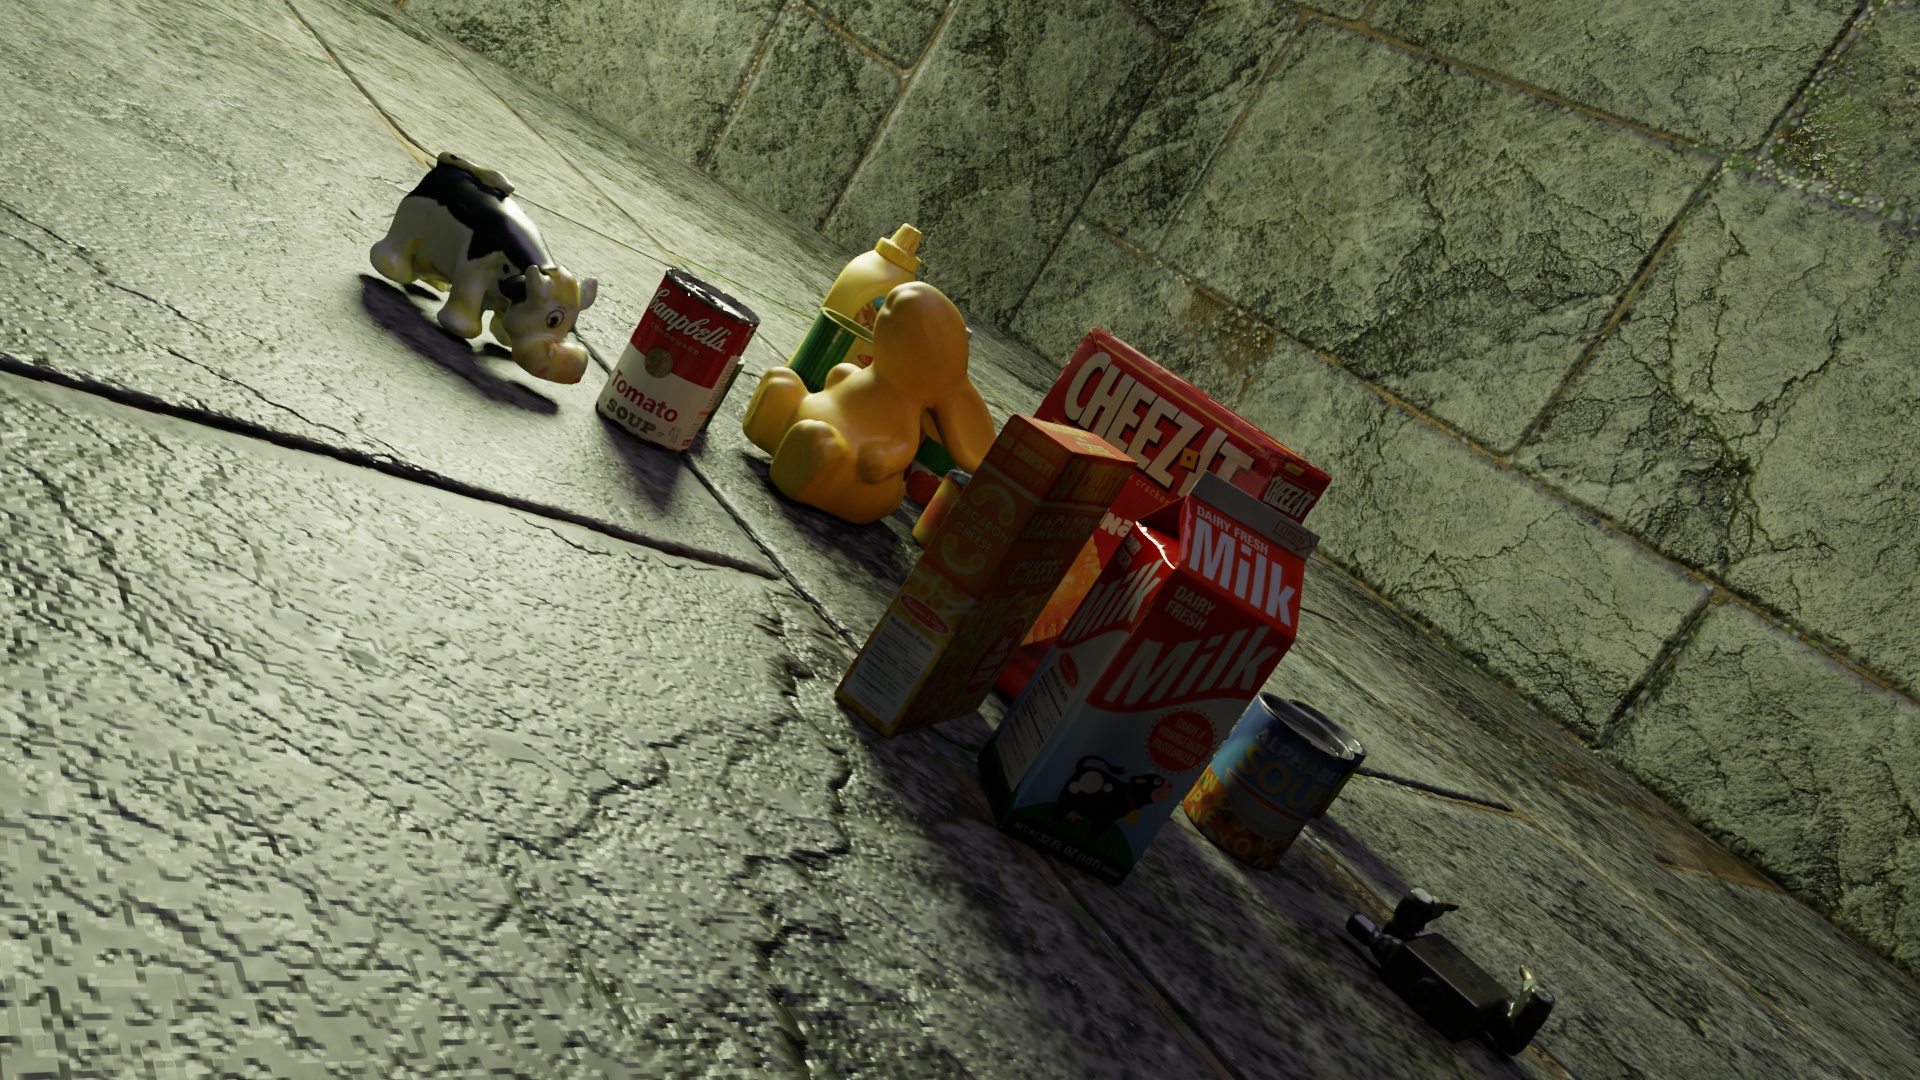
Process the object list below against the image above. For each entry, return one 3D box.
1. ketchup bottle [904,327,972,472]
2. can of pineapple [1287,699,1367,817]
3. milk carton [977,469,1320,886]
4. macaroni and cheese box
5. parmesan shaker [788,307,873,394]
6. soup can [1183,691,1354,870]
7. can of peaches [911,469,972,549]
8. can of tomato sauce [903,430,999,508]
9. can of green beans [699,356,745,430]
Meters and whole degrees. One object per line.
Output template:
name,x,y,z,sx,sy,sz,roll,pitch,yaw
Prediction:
ketchup bottle,-0.044,-0.117,1.142,0.043,0.148,0.065,19,18,-49
can of pineapple,0.247,0.156,0.992,0.071,0.057,0.071,31,12,-7
milk carton,0.092,0.061,0.668,0.072,0.190,0.073,29,12,-16
macaroni and cheese box,0.016,0.017,0.714,0.040,0.166,0.124,36,12,18
parmesan shaker,-0.112,-0.130,1.135,0.071,0.103,0.071,31,12,-7
soup can,0.182,0.143,0.820,0.071,0.083,0.071,31,12,-7
can of peaches,0.004,-0.013,1.064,0.071,0.058,0.071,31,12,-7
can of tomato sauce,-0.015,-0.072,1.192,0.071,0.083,0.071,31,12,-7
can of green beans,-0.196,-0.119,0.989,0.071,0.057,0.071,31,12,-7
